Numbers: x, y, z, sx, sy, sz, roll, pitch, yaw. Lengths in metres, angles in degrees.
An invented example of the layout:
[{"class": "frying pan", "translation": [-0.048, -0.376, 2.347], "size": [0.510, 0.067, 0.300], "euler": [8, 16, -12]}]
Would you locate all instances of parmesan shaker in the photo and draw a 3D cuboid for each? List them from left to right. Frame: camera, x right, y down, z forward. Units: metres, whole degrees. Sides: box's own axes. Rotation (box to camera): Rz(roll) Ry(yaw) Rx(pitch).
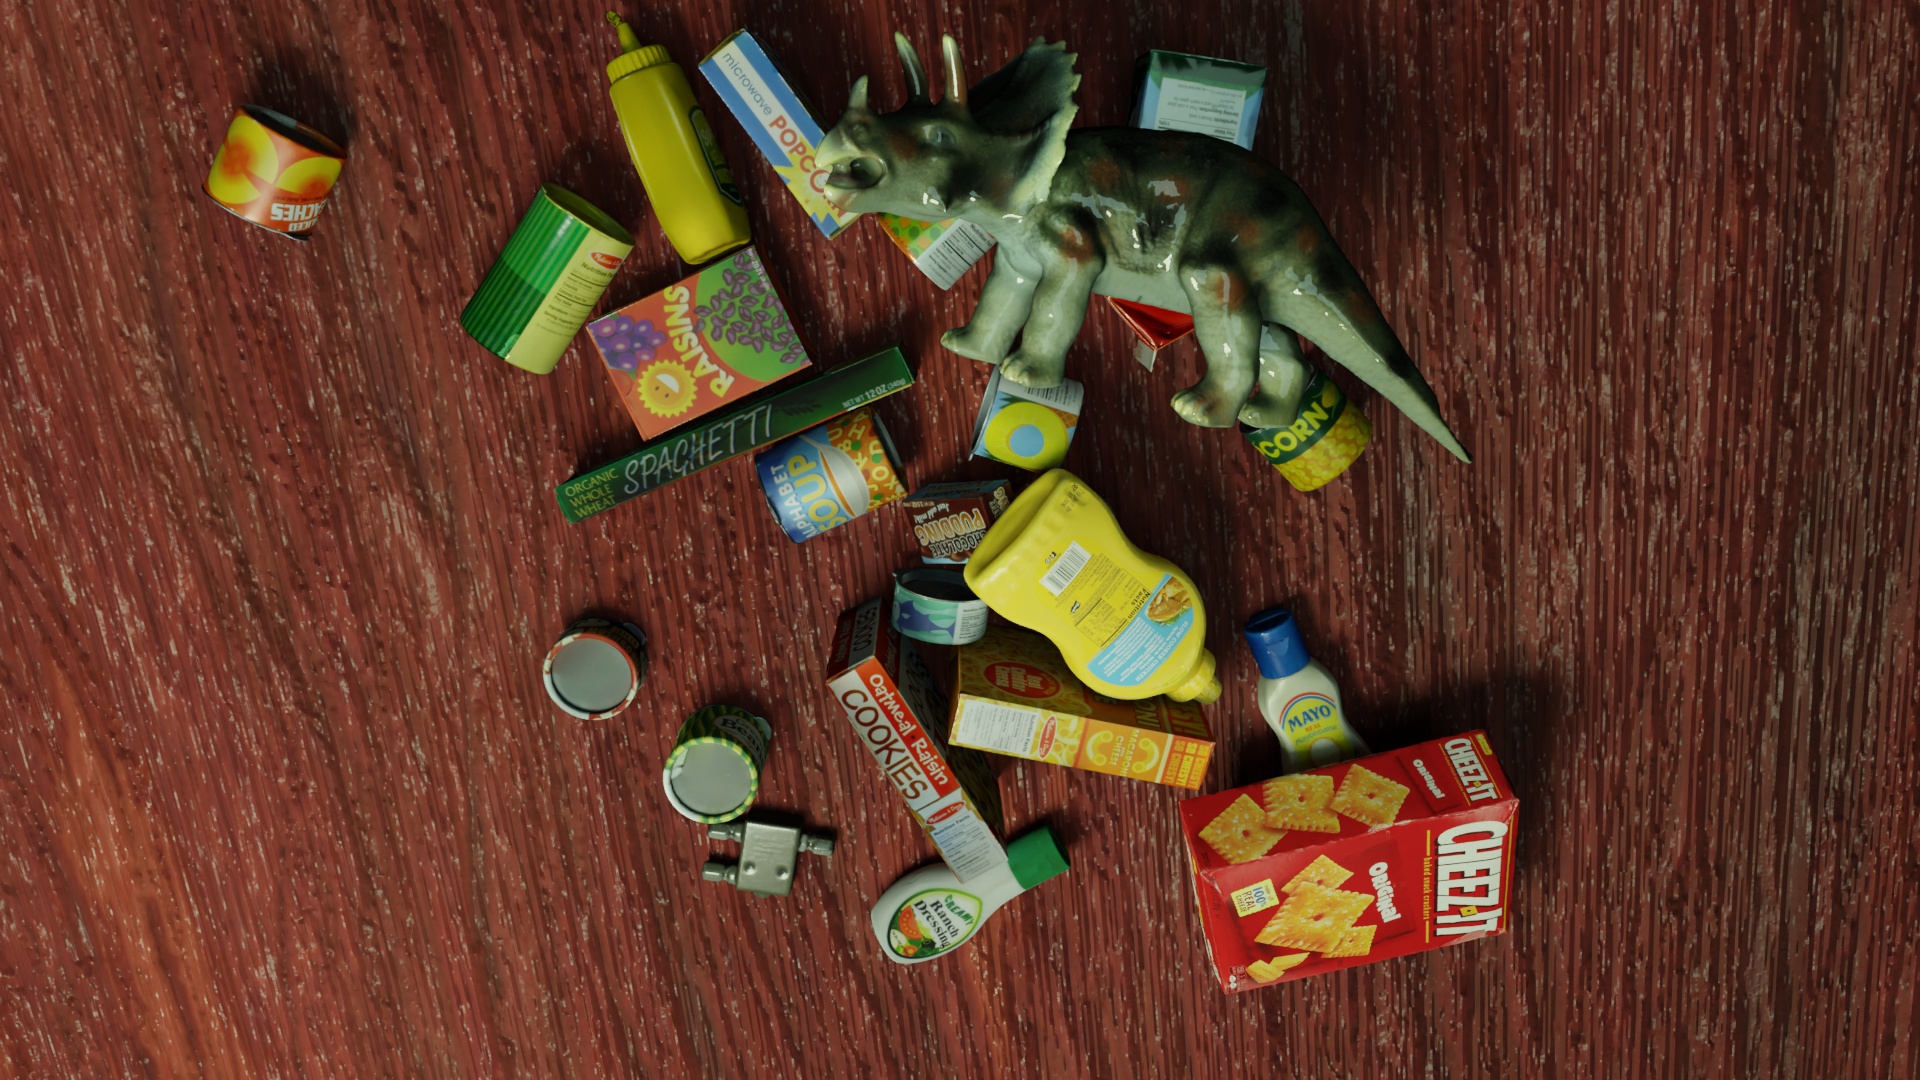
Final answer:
[{"class": "parmesan shaker", "translation": [-0.264, -0.166, 0.880], "size": [0.071, 0.071, 0.103], "euler": [35, 102, -10]}]

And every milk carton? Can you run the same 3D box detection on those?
[{"class": "milk carton", "translation": [0.133, -0.204, 0.877], "size": [0.073, 0.072, 0.190], "euler": [8, 104, -2]}]

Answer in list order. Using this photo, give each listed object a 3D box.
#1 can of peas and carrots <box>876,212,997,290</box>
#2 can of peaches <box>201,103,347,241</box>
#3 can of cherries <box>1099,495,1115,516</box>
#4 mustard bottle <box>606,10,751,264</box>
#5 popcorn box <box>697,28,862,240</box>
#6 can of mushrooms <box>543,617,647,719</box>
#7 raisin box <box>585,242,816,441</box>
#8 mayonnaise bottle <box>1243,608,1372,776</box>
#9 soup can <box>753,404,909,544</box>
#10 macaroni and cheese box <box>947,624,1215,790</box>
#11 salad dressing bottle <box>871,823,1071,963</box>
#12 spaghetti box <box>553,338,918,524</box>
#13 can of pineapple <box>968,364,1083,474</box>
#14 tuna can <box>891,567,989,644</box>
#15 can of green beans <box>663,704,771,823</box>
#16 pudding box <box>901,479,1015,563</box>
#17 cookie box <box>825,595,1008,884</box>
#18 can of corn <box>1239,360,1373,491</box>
[{"class": "can of peas and carrots", "translation": [-0.012, -0.203, 0.879], "size": [0.058, 0.071, 0.071], "euler": [-43, 102, 11]}, {"class": "can of peaches", "translation": [-0.423, -0.228, 0.862], "size": [0.071, 0.071, 0.058], "euler": [29, 102, -9]}, {"class": "can of cherries", "translation": [0.077, 0.005, 0.939], "size": [0.071, 0.058, 0.071], "euler": [0, 105, -1]}, {"class": "mustard bottle", "translation": [-0.182, -0.253, 0.863], "size": [0.049, 0.065, 0.160], "euler": [-21, 101, 9]}, {"class": "popcorn box", "translation": [-0.102, -0.249, 0.853], "size": [0.038, 0.085, 0.126], "euler": [-36, 103, 8]}, {"class": "can of mushrooms", "translation": [-0.253, 0.088, 0.969], "size": [0.071, 0.033, 0.070], "euler": [0, 105, 0]}, {"class": "raisin box", "translation": [-0.168, -0.130, 0.908], "size": [0.123, 0.040, 0.086], "euler": [-24, 105, 6]}, {"class": "mayonnaise bottle", "translation": [0.243, 0.120, 0.982], "size": [0.065, 0.041, 0.147], "euler": [-24, 105, 7]}, {"class": "soup can", "translation": [-0.084, -0.043, 0.917], "size": [0.084, 0.071, 0.071], "euler": [-24, 105, 5]}, {"class": "macaroni and cheese box", "translation": [0.076, 0.108, 0.934], "size": [0.166, 0.124, 0.040], "euler": [12, 109, -4]}, {"class": "salad dressing bottle", "translation": [0.008, 0.255, 1.014], "size": [0.147, 0.044, 0.064], "euler": [-29, 105, 7]}, {"class": "spaghetti box", "translation": [-0.148, -0.072, 0.919], "size": [0.250, 0.050, 0.028], "euler": [-22, 103, 5]}, {"class": "can of pineapple", "translation": [0.043, -0.079, 0.912], "size": [0.058, 0.071, 0.070], "euler": [16, 105, -6]}, {"class": "tuna can", "translation": [-0.016, 0.044, 0.945], "size": [0.071, 0.071, 0.032], "euler": [7, 106, -3]}, {"class": "can of green beans", "translation": [-0.171, 0.157, 0.976], "size": [0.071, 0.058, 0.071], "euler": [0, 106, -1]}, {"class": "pudding box", "translation": [0.003, -0.012, 0.923], "size": [0.030, 0.083, 0.049], "euler": [-32, 110, -36]}, {"class": "cookie box", "translation": [-0.029, 0.131, 0.938], "size": [0.040, 0.123, 0.167], "euler": [-30, 104, 7]}, {"class": "can of corn", "translation": [0.227, -0.074, 0.914], "size": [0.058, 0.071, 0.071], "euler": [43, 101, -12]}]
